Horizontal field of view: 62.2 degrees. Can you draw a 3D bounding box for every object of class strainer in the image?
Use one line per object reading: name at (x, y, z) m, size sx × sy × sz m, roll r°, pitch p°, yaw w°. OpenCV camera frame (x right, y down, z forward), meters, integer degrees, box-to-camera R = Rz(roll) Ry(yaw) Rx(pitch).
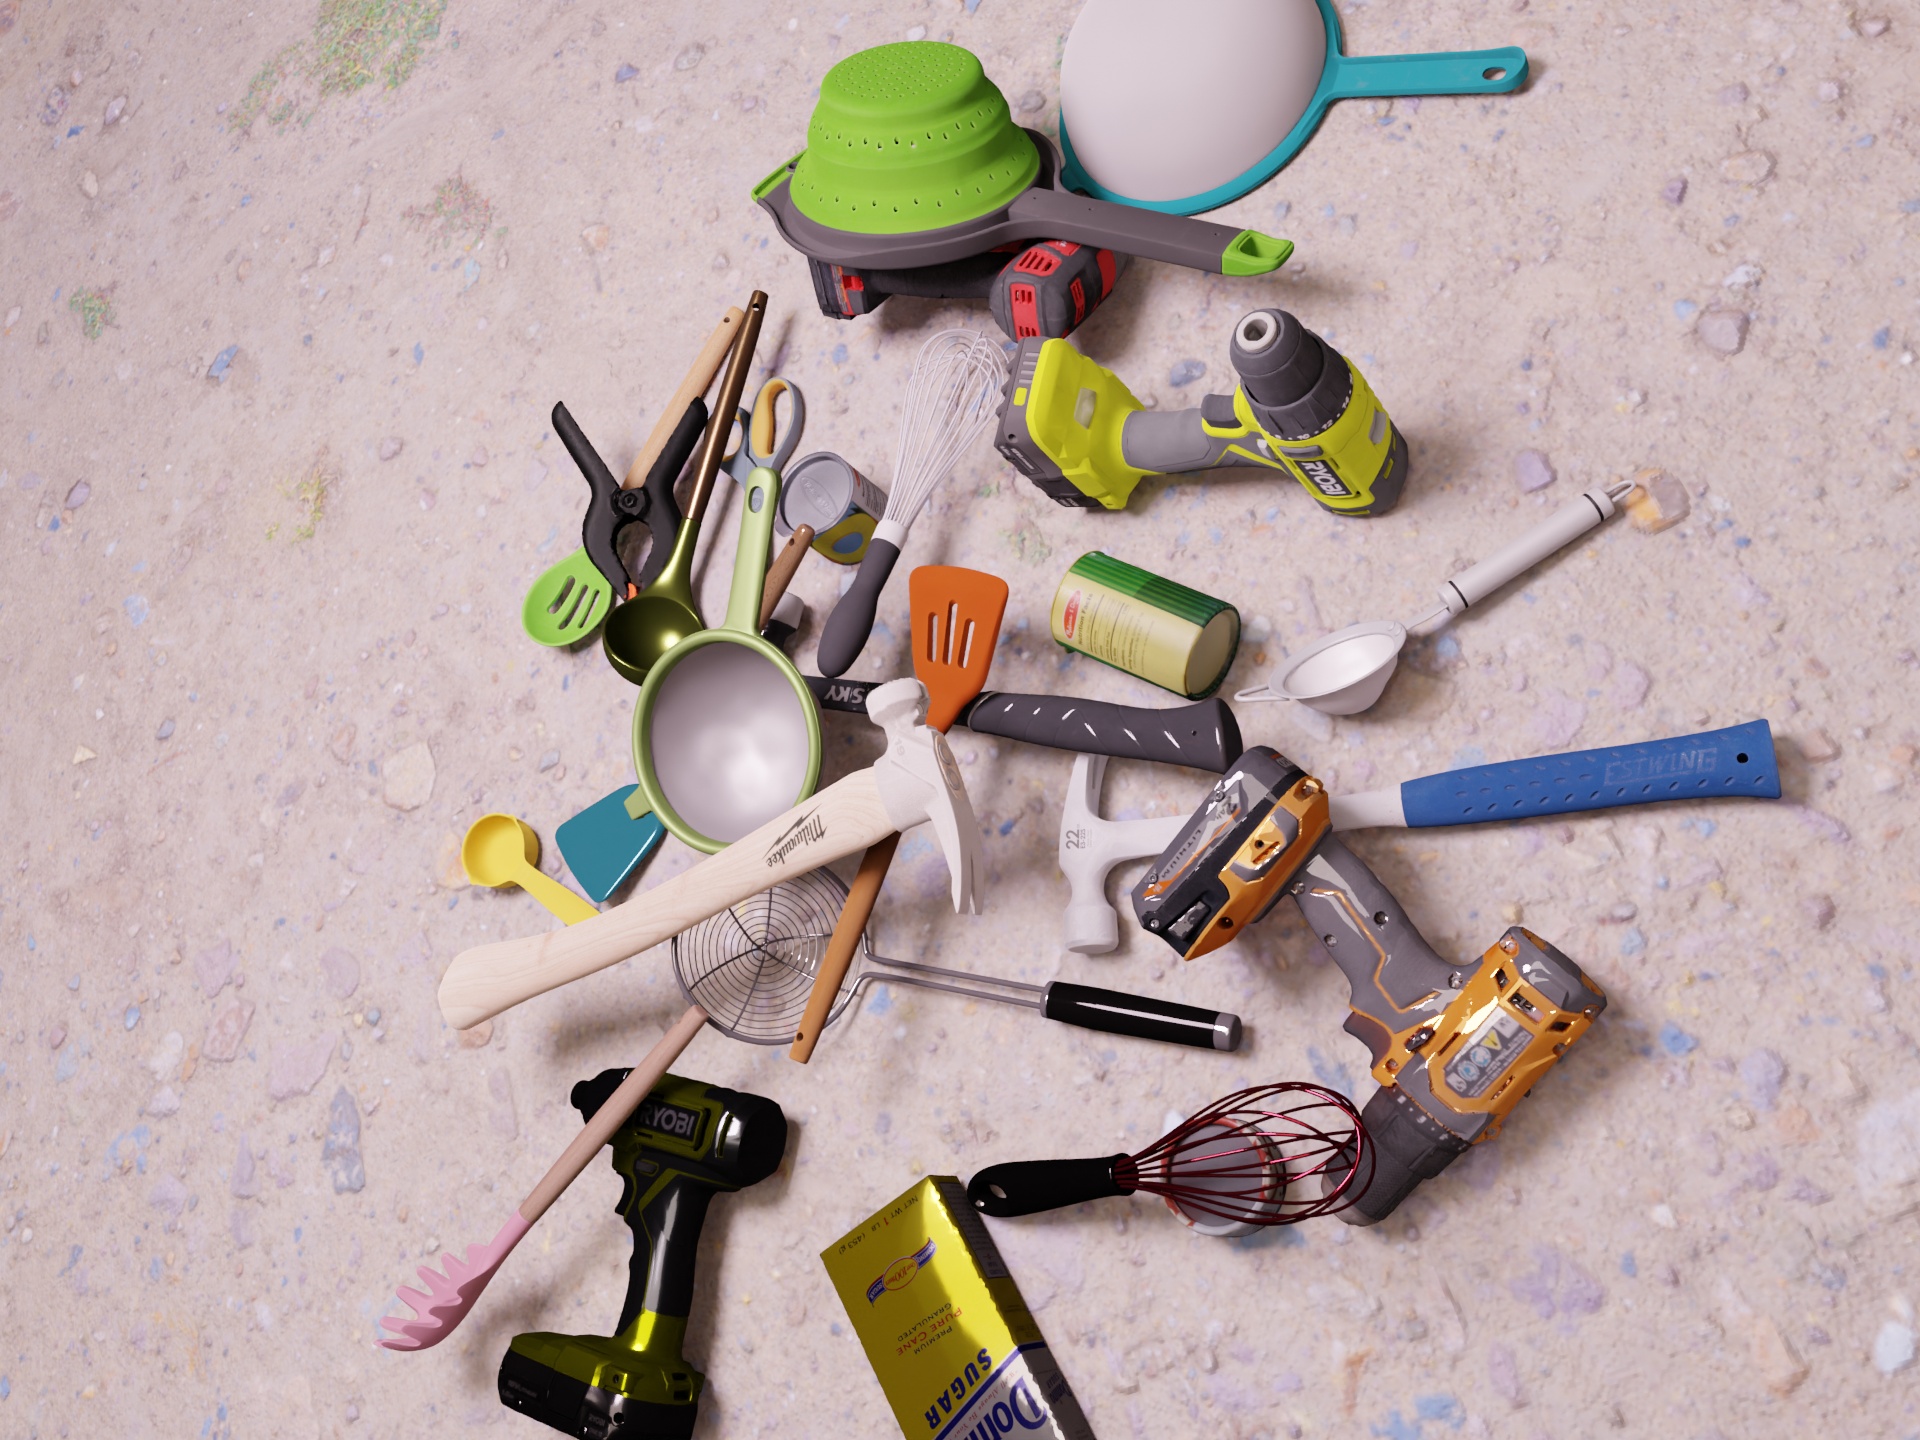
strainer at (0.203, -0.455, 1.074) m, size 0.340 × 0.095 × 0.211 m, roll 12°, pitch 80°, yaw 32°
strainer at (-0.134, -0.038, 1.060) m, size 0.151 × 0.069 × 0.256 m, roll 12°, pitch 97°, yaw 27°
strainer at (0.283, -0.065, 0.934) m, size 0.258 × 0.050 × 0.087 m, roll -34°, pitch 17°, yaw 9°

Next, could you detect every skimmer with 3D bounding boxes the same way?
skimmer at (-0.011, 0.160, 0.986) m, size 0.363 × 0.090 × 0.127 m, roll 5°, pitch 76°, yaw 29°

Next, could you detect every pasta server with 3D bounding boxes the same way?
pasta server at (-0.273, 0.300, 1.040) m, size 0.316 × 0.040 × 0.060 m, roll -49°, pitch 19°, yaw 9°

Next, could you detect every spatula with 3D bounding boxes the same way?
spatula at (-0.193, -0.010, 1.144) m, size 0.082 × 0.044 × 0.317 m, roll 48°, pitch 114°, yaw 35°
spatula at (-0.047, 0.057, 0.995) m, size 0.081 × 0.041 × 0.323 m, roll 13°, pitch 76°, yaw 37°

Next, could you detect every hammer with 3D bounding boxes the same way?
hammer at (0.245, 0.044, 0.920) m, size 0.405 × 0.035 × 0.144 m, roll -10°, pitch 69°, yaw 25°
hammer at (-0.002, -0.003, 1.041) m, size 0.409 × 0.036 × 0.149 m, roll 7°, pitch 79°, yaw 38°
hammer at (-0.172, 0.123, 1.008) m, size 0.410 × 0.038 × 0.146 m, roll -26°, pitch 71°, yaw 22°

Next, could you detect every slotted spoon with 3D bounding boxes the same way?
slotted spoon at (-0.255, -0.195, 1.274) m, size 0.070 × 0.031 × 0.314 m, roll 28°, pitch 86°, yaw 18°

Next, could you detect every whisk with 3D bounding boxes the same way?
whisk at (0.104, 0.247, 0.874) m, size 0.296 × 0.073 × 0.073 m, roll -25°, pitch 61°, yaw 44°
whisk at (-0.035, -0.153, 1.098) m, size 0.070 × 0.070 × 0.285 m, roll 11°, pitch 68°, yaw 31°

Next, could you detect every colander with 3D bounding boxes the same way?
colander at (0.033, -0.373, 1.049) m, size 0.397 × 0.094 × 0.204 m, roll 21°, pitch 51°, yaw 27°

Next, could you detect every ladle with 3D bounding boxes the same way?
ladle at (-0.195, -0.178, 1.202) m, size 0.078 × 0.062 × 0.320 m, roll 17°, pitch 84°, yaw -8°

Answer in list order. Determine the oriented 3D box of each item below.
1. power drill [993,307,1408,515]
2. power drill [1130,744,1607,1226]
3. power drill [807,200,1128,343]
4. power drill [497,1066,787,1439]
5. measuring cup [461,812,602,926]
power drill at (0.139, -0.187, 0.967) m, size 0.228 × 0.190 × 0.080 m, roll 6°, pitch 77°, yaw 34°
power drill at (0.201, 0.145, 0.865) m, size 0.226 × 0.084 × 0.185 m, roll 40°, pitch 104°, yaw 15°
power drill at (0.011, -0.333, 1.131) m, size 0.220 × 0.078 × 0.143 m, roll 17°, pitch 49°, yaw 28°
power drill at (-0.216, 0.345, 1.046) m, size 0.171 × 0.080 × 0.223 m, roll 4°, pitch 72°, yaw 34°
measuring cup at (-0.313, 0.125, 1.205) m, size 0.157 × 0.029 × 0.062 m, roll 32°, pitch 90°, yaw 21°
